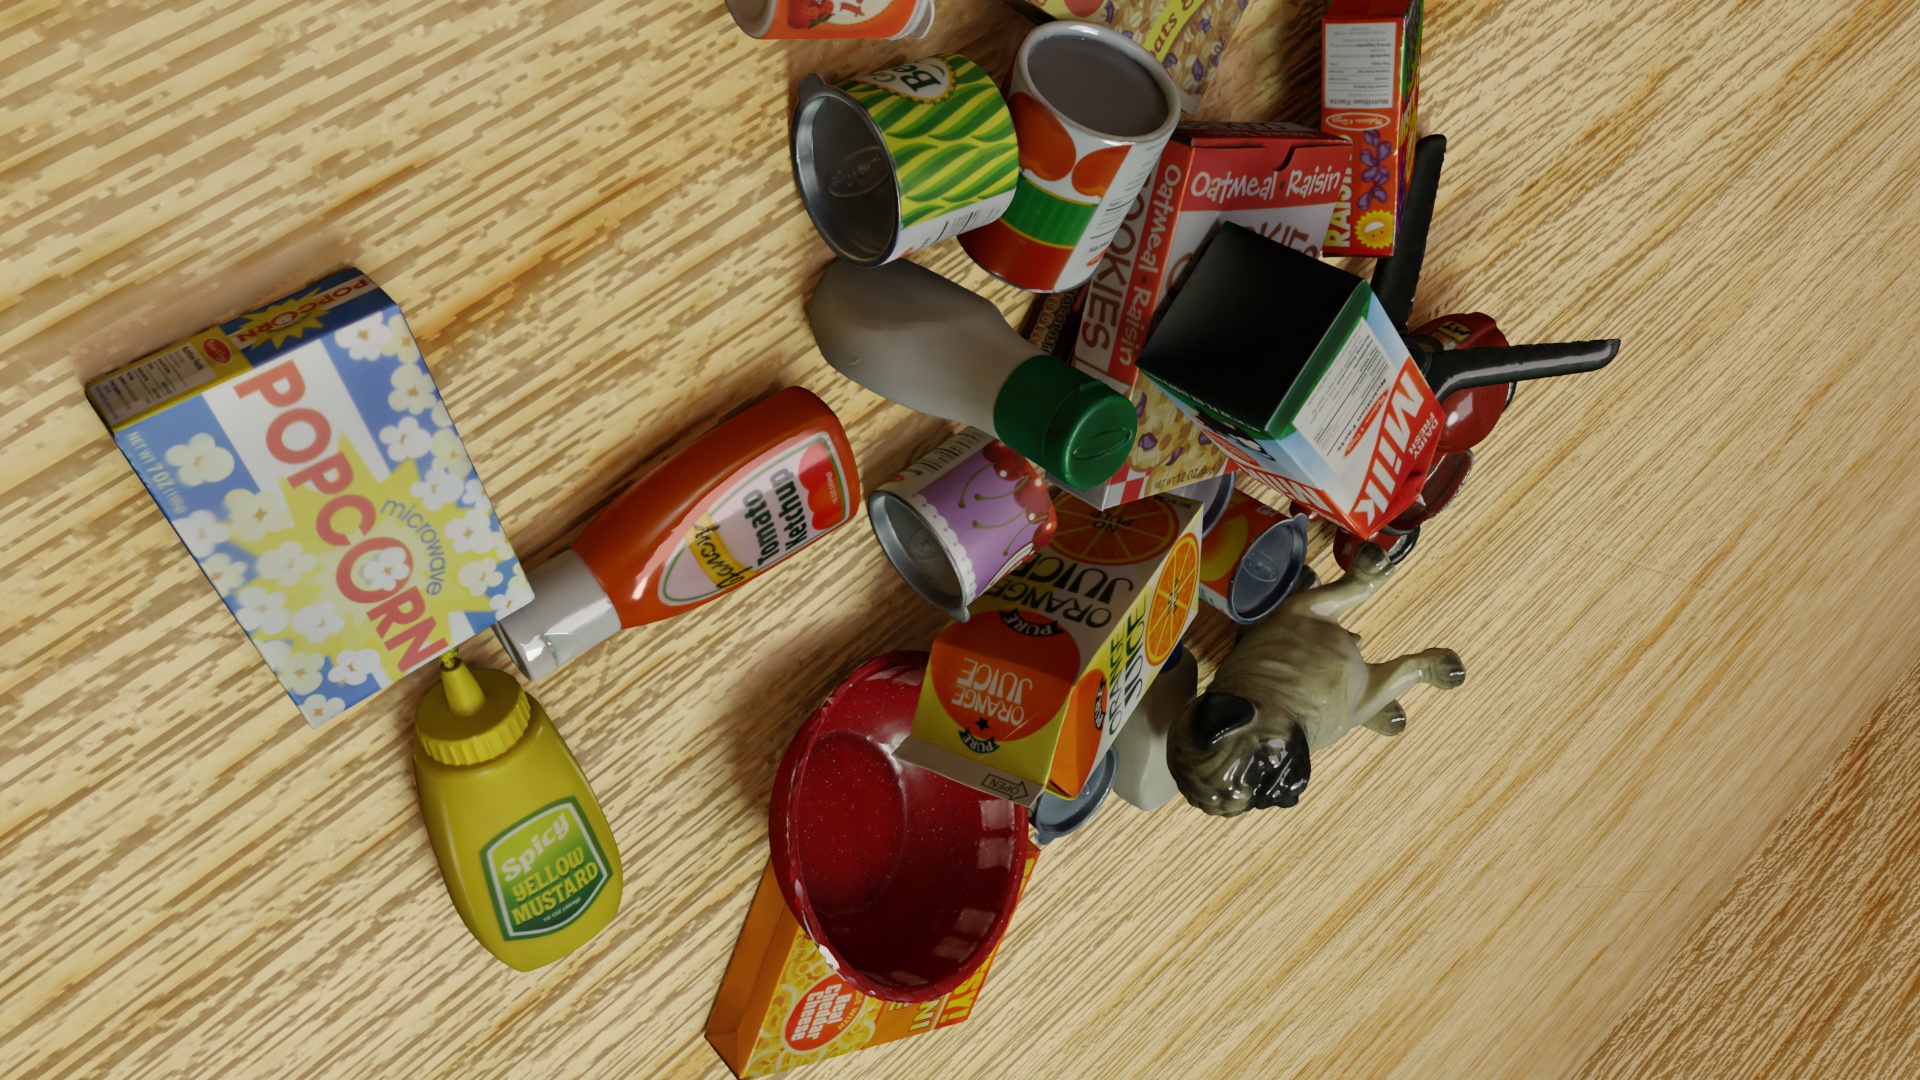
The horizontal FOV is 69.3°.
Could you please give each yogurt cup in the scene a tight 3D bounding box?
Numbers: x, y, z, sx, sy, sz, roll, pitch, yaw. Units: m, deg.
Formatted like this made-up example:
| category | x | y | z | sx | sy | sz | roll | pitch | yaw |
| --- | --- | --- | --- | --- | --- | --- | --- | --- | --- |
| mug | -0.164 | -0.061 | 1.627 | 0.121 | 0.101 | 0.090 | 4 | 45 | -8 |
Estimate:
| category | x | y | z | sx | sy | sz | roll | pitch | yaw |
| --- | --- | --- | --- | --- | --- | --- | --- | --- | --- |
| yogurt cup | -0.047 | -0.195 | 0.453 | 0.054 | 0.072 | 0.072 | -19 | 129 | -25 |

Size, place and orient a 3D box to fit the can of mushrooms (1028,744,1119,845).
| category | x | y | z | sx | sy | sz | roll | pitch | yaw |
| --- | --- | --- | --- | --- | --- | --- | --- | --- | --- |
| can of mushrooms | 0.056 | 0.138 | 0.807 | 0.071 | 0.033 | 0.070 | -26 | 132 | -32 |

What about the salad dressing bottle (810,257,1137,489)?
| category | x | y | z | sx | sy | sz | roll | pitch | yaw |
| --- | --- | --- | --- | --- | --- | --- | --- | --- | --- |
| salad dressing bottle | 0.002 | -0.066 | 0.522 | 0.064 | 0.148 | 0.043 | -20 | 129 | -35 |

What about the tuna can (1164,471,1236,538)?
| category | x | y | z | sx | sy | sz | roll | pitch | yaw |
| --- | --- | --- | --- | --- | --- | --- | --- | --- | --- |
| tuna can | 0.113 | -0.029 | 0.749 | 0.071 | 0.033 | 0.070 | -25 | 132 | -31 |

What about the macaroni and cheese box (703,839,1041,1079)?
| category | x | y | z | sx | sy | sz | roll | pitch | yaw |
| --- | --- | --- | --- | --- | --- | --- | --- | --- | --- |
| macaroni and cheese box | -0.044 | 0.215 | 0.754 | 0.167 | 0.040 | 0.123 | 6 | 112 | -46 |

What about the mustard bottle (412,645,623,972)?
| category | x | y | z | sx | sy | sz | roll | pitch | yaw |
| --- | --- | --- | --- | --- | --- | --- | --- | --- | --- |
| mustard bottle | -0.176 | 0.098 | 0.534 | 0.065 | 0.049 | 0.159 | -31 | 135 | -28 |

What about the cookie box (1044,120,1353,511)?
| category | x | y | z | sx | sy | sz | roll | pitch | yaw |
| --- | --- | --- | --- | --- | --- | --- | --- | --- | --- |
| cookie box | 0.109 | -0.105 | 0.635 | 0.123 | 0.040 | 0.166 | -15 | 127 | -43 |

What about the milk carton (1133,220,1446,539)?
| category | x | y | z | sx | sy | sz | roll | pitch | yaw |
| --- | --- | --- | --- | --- | --- | --- | --- | --- | --- |
| milk carton | 0.161 | -0.061 | 0.633 | 0.073 | 0.072 | 0.190 | -57 | 144 | 2 |

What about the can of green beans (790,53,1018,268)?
| category | x | y | z | sx | sy | sz | roll | pitch | yaw |
| --- | --- | --- | --- | --- | --- | --- | --- | --- | --- |
| can of green beans | -0.020 | -0.141 | 0.513 | 0.058 | 0.071 | 0.071 | -28 | 133 | -30 |

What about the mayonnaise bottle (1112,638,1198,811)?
| category | x | y | z | sx | sy | sz | roll | pitch | yaw |
| --- | --- | --- | --- | --- | --- | --- | --- | --- | --- |
| mayonnaise bottle | 0.115 | 0.093 | 0.829 | 0.065 | 0.041 | 0.147 | -38 | 136 | -31 |

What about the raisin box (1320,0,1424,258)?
| category | x | y | z | sx | sy | sz | roll | pitch | yaw |
| --- | --- | --- | --- | --- | --- | --- | --- | --- | --- |
| raisin box | 0.200 | -0.213 | 0.679 | 0.086 | 0.040 | 0.122 | -64 | 152 | -42 |

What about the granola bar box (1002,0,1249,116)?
| category | x | y | z | sx | sy | sz | roll | pitch | yaw |
| --- | --- | --- | --- | --- | --- | --- | --- | --- | --- |
| granola bar box | 0.085 | -0.272 | 0.550 | 0.124 | 0.039 | 0.165 | 13 | 107 | -49 |

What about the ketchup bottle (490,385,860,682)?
| category | x | y | z | sx | sy | sz | roll | pitch | yaw |
| --- | --- | --- | --- | --- | --- | --- | --- | --- | --- |
| ketchup bottle | -0.110 | 0.000 | 0.538 | 0.149 | 0.043 | 0.064 | -33 | 139 | -24 |

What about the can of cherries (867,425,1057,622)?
| category | x | y | z | sx | sy | sz | roll | pitch | yaw |
| --- | --- | --- | --- | --- | --- | --- | --- | --- | --- |
| can of cherries | 0.002 | -0.008 | 0.625 | 0.058 | 0.071 | 0.071 | -37 | 137 | -23 |

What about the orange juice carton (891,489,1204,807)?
| category | x | y | z | sx | sy | sz | roll | pitch | yaw |
| --- | --- | --- | --- | --- | --- | --- | --- | --- | --- |
| orange juice carton | 0.046 | 0.051 | 0.659 | 0.194 | 0.072 | 0.072 | -48 | 144 | -43 |

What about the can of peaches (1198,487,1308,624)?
| category | x | y | z | sx | sy | sz | roll | pitch | yaw |
| --- | --- | --- | --- | --- | --- | --- | --- | --- | --- |
| can of peaches | 0.156 | 0.004 | 0.795 | 0.071 | 0.058 | 0.071 | -24 | 131 | -32 |

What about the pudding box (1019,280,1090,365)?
| category | x | y | z | sx | sy | sz | roll | pitch | yaw |
| --- | --- | --- | --- | --- | --- | --- | --- | --- | --- |
| pudding box | 0.067 | -0.093 | 0.662 | 0.084 | 0.030 | 0.049 | 18 | 102 | -49 |

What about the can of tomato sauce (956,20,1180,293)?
| category | x | y | z | sx | sy | sz | roll | pitch | yaw |
| --- | --- | --- | --- | --- | --- | --- | --- | --- | --- |
| can of tomato sauce | 0.038 | -0.150 | 0.543 | 0.071 | 0.071 | 0.082 | -26 | 161 | -31 |

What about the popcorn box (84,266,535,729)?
| category | x | y | z | sx | sy | sz | roll | pitch | yaw |
| --- | --- | --- | --- | --- | --- | --- | --- | --- | --- |
| popcorn box | -0.200 | -0.012 | 0.443 | 0.085 | 0.038 | 0.126 | -34 | 136 | -25 |
